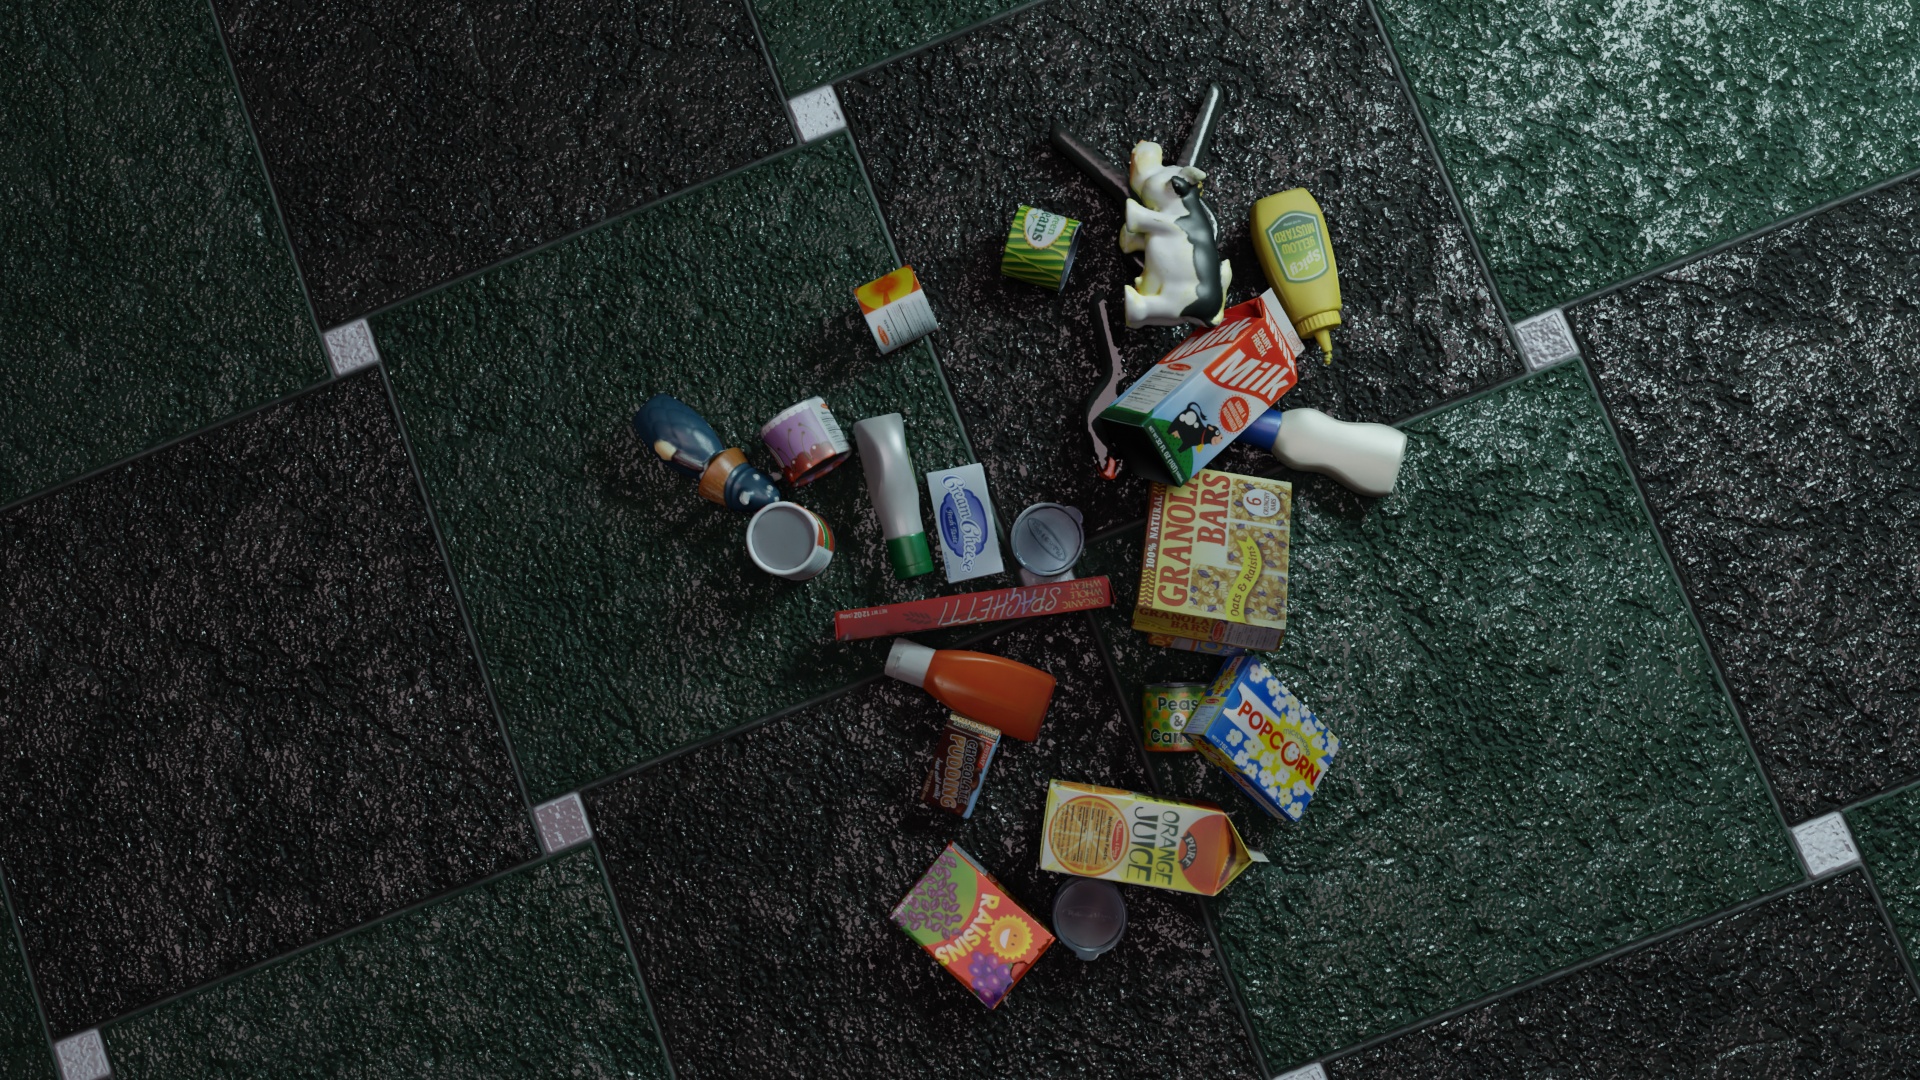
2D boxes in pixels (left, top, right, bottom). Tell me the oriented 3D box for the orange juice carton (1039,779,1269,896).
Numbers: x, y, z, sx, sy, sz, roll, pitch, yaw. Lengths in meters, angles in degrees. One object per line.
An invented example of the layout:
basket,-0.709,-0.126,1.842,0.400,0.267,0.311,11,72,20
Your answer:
orange juice carton,0.168,0.259,1.207,0.193,0.072,0.073,7,86,5

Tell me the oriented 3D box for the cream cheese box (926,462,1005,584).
cream cheese box,0.005,-0.016,1.267,0.053,0.024,0.104,-12,84,1

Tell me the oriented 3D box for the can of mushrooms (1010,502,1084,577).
can of mushrooms,0.081,-0.001,1.256,0.071,0.033,0.071,0,85,4

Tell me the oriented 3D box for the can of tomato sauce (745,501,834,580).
can of tomato sauce,-0.153,0.000,1.246,0.071,0.083,0.071,0,85,4

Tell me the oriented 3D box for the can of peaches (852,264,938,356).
can of peaches,-0.060,-0.212,1.269,0.058,0.071,0.071,-25,84,2

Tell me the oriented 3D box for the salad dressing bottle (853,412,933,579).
salad dressing bottle,-0.059,-0.040,1.257,0.044,0.064,0.147,-14,92,-16

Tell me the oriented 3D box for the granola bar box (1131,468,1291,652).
granola bar box,0.219,0.012,1.200,0.124,0.038,0.166,9,50,5

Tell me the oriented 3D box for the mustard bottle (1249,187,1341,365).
mustard bottle,0.311,-0.235,1.254,0.065,0.049,0.160,-18,84,4

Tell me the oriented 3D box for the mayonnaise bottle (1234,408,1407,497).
mayonnaise bottle,0.319,-0.087,1.245,0.148,0.041,0.065,17,85,6

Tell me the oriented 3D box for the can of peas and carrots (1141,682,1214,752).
can of peas and carrots,0.192,0.154,1.215,0.071,0.071,0.058,-2,86,4

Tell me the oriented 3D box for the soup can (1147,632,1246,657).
soup can,0.211,0.068,1.223,0.084,0.071,0.071,8,86,5

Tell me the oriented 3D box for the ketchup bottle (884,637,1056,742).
ketchup bottle,0.007,0.128,1.244,0.149,0.043,0.064,19,94,6

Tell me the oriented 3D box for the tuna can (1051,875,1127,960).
tuna can,0.114,0.331,1.223,0.071,0.033,0.071,0,85,4

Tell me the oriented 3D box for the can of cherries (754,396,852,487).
can of cherries,-0.142,-0.088,1.263,0.071,0.071,0.058,-31,85,1

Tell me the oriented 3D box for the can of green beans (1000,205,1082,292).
can of green beans,0.074,-0.266,1.264,0.058,0.071,0.071,18,87,6

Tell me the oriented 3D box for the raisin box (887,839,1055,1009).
raisin box,0.010,0.338,1.227,0.123,0.040,0.086,41,88,6

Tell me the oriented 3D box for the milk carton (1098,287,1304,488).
milk carton,0.222,-0.137,1.217,0.191,0.073,0.072,-42,116,-13

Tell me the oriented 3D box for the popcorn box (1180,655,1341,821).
popcorn box,0.259,0.170,1.191,0.126,0.038,0.085,43,70,-19

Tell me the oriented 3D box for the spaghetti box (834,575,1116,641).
spaghetti box,0.013,0.062,1.246,0.250,0.050,0.028,-8,86,3

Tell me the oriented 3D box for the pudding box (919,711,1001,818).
pudding box,0.000,0.199,1.229,0.050,0.030,0.083,22,113,5
